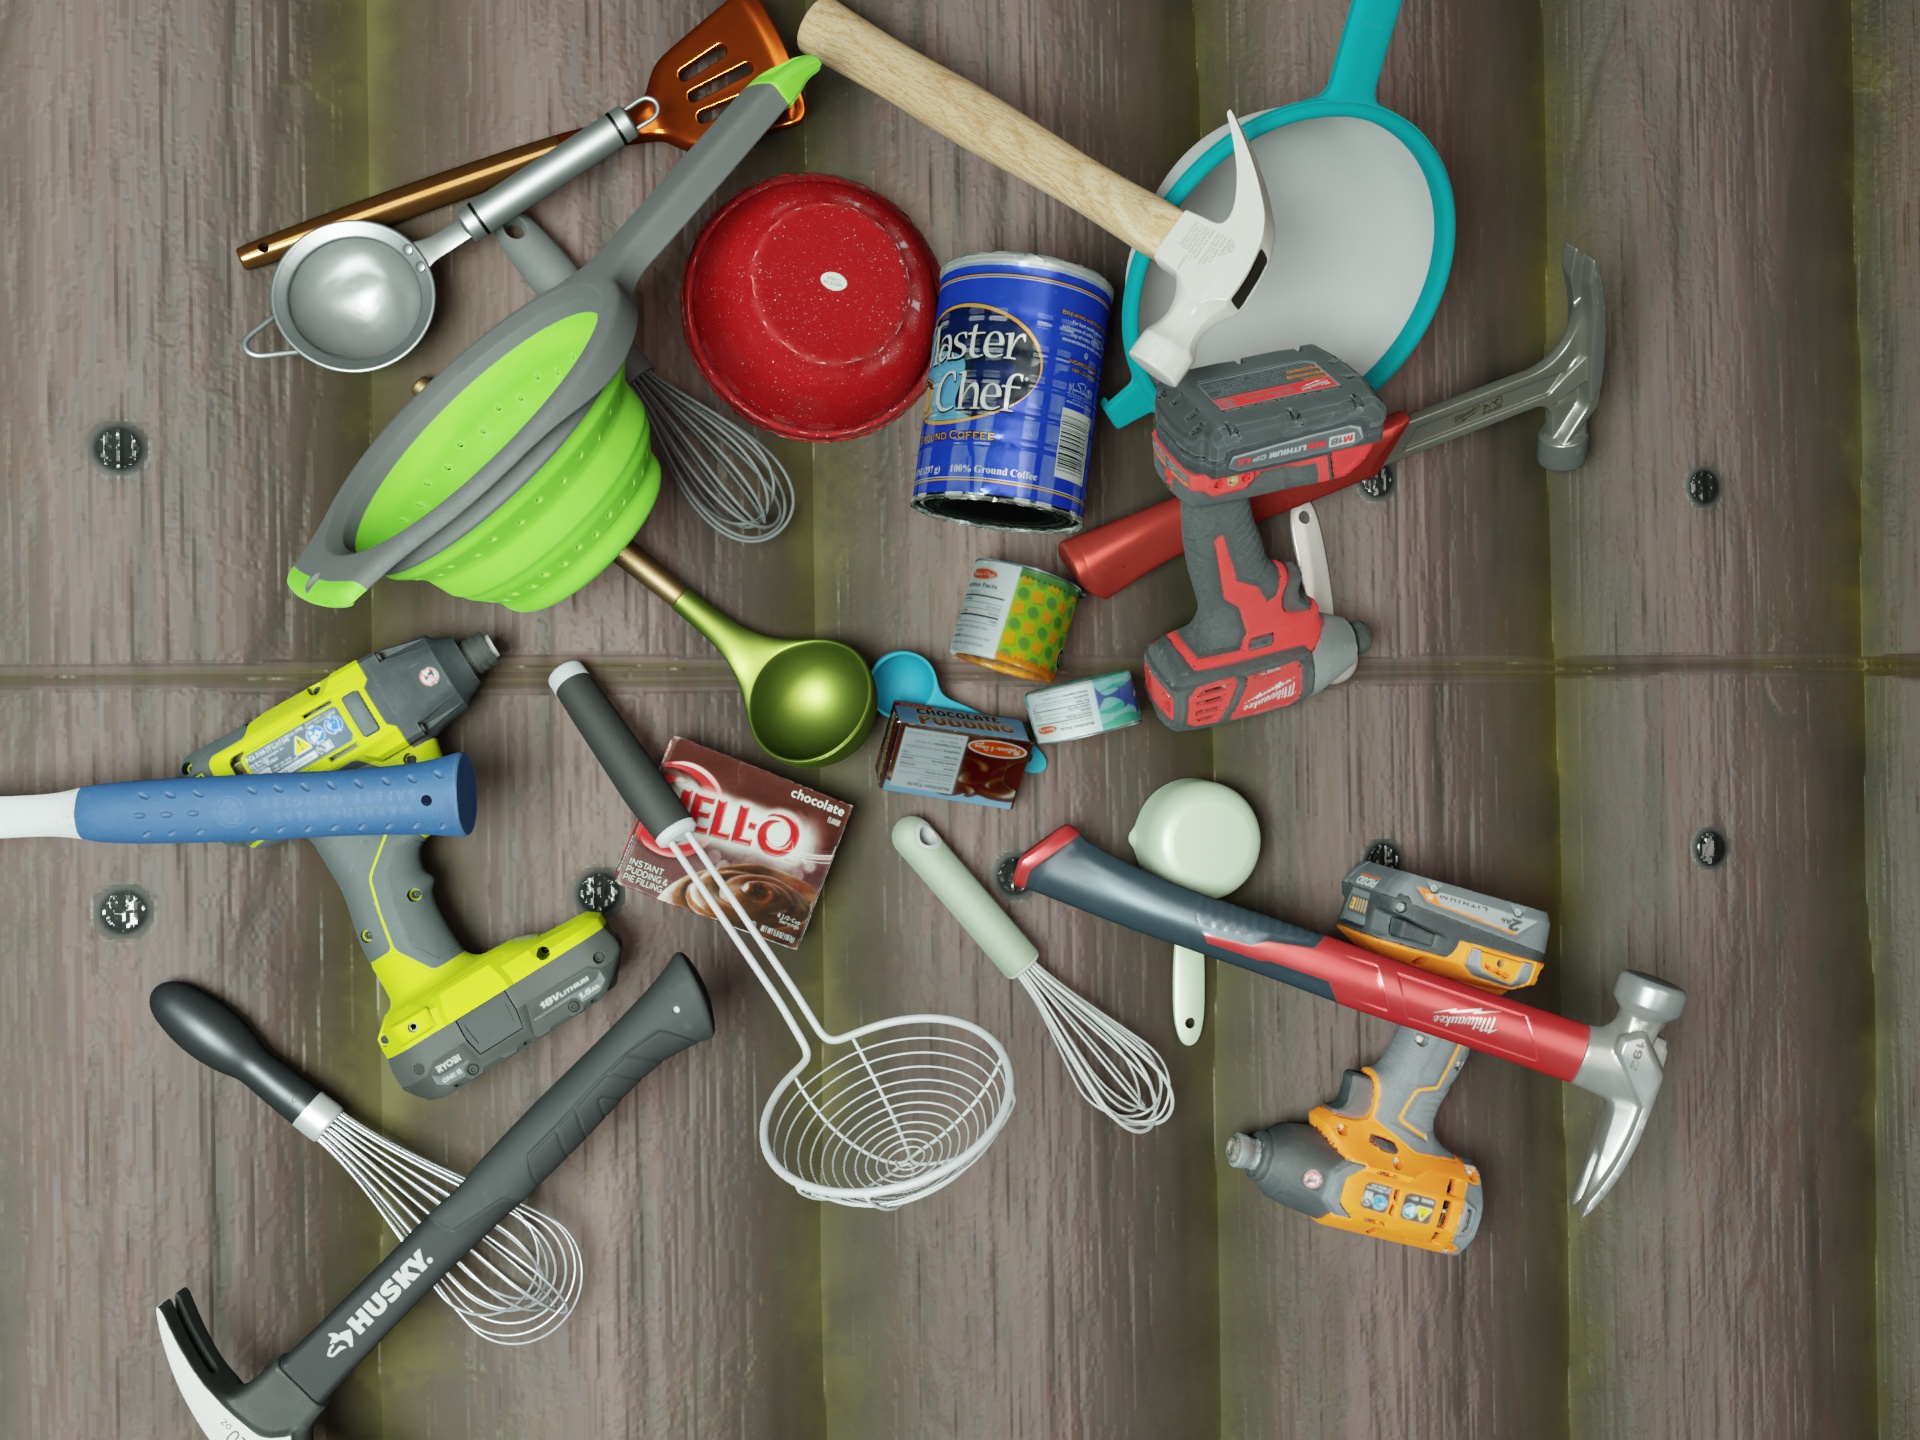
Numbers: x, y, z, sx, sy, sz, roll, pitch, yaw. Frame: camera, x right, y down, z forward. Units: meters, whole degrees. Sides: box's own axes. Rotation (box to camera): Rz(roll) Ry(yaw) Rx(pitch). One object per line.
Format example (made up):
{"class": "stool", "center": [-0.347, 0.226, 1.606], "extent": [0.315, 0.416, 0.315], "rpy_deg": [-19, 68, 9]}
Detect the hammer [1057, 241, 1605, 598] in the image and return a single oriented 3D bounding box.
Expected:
{"class": "hammer", "center": [0.229, -0.165, 0.976], "extent": [0.359, 0.037, 0.149], "rpy_deg": [-21, 131, -6]}

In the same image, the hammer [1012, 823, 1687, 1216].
{"class": "hammer", "center": [0.212, 0.160, 0.938], "extent": [0.386, 0.038, 0.143], "rpy_deg": [18, 95, 6]}

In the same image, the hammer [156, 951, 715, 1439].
{"class": "hammer", "center": [-0.256, 0.249, 0.823], "extent": [0.146, 0.035, 0.335], "rpy_deg": [45, 84, -1]}

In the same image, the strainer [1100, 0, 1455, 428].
{"class": "strainer", "center": [0.191, -0.328, 0.916], "extent": [0.211, 0.095, 0.340], "rpy_deg": [-3, 127, -21]}

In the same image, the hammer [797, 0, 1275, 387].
{"class": "hammer", "center": [0.032, -0.319, 0.874], "extent": [0.331, 0.031, 0.130], "rpy_deg": [40, 98, 24]}

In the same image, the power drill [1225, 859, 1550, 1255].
{"class": "power drill", "center": [0.265, 0.208, 0.995], "extent": [0.164, 0.084, 0.226], "rpy_deg": [16, 89, -12]}

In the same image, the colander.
{"class": "colander", "center": [-0.176, -0.187, 0.837], "extent": [0.094, 0.205, 0.397], "rpy_deg": [47, 71, -33]}

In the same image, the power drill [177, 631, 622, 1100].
{"class": "power drill", "center": [-0.285, 0.073, 0.861], "extent": [0.171, 0.080, 0.223], "rpy_deg": [-32, 94, -11]}

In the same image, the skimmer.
{"class": "skimmer", "center": [-0.113, 0.091, 0.820], "extent": [0.127, 0.090, 0.363], "rpy_deg": [-29, 68, -26]}

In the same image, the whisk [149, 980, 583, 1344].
{"class": "whisk", "center": [-0.322, 0.234, 0.863], "extent": [0.284, 0.070, 0.070], "rpy_deg": [41, 80, -5]}

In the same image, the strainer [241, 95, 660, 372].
{"class": "strainer", "center": [-0.271, -0.265, 0.868], "extent": [0.258, 0.050, 0.087], "rpy_deg": [-34, 87, -3]}

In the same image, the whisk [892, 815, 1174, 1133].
{"class": "whisk", "center": [0.042, 0.153, 0.960], "extent": [0.246, 0.059, 0.058], "rpy_deg": [50, 42, -5]}

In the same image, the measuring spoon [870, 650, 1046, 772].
{"class": "measuring spoon", "center": [-0.002, -0.003, 0.965], "extent": [0.128, 0.021, 0.042], "rpy_deg": [30, 100, -21]}

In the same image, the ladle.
{"class": "ladle", "center": [-0.179, -0.088, 0.899], "extent": [0.320, 0.062, 0.078], "rpy_deg": [40, 82, -8]}

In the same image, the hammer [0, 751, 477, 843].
{"class": "hammer", "center": [-0.449, 0.053, 0.796], "extent": [0.405, 0.035, 0.144], "rpy_deg": [-3, 91, 0]}

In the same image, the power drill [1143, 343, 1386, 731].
{"class": "power drill", "center": [0.181, -0.099, 0.934], "extent": [0.143, 0.079, 0.219], "rpy_deg": [-14, 129, -11]}

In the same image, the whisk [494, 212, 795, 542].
{"class": "whisk", "center": [-0.181, -0.198, 0.905], "extent": [0.055, 0.055, 0.239], "rpy_deg": [-42, 94, -11]}

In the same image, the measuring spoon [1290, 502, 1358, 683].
{"class": "measuring spoon", "center": [0.232, -0.084, 1.019], "extent": [0.034, 0.018, 0.124], "rpy_deg": [-13, 92, -14]}

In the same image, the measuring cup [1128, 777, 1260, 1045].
{"class": "measuring cup", "center": [0.148, 0.119, 0.986], "extent": [0.083, 0.038, 0.167], "rpy_deg": [2, 87, -14]}

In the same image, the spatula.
{"class": "spatula", "center": [-0.247, -0.317, 0.891], "extent": [0.322, 0.041, 0.081], "rpy_deg": [-25, 96, -12]}
